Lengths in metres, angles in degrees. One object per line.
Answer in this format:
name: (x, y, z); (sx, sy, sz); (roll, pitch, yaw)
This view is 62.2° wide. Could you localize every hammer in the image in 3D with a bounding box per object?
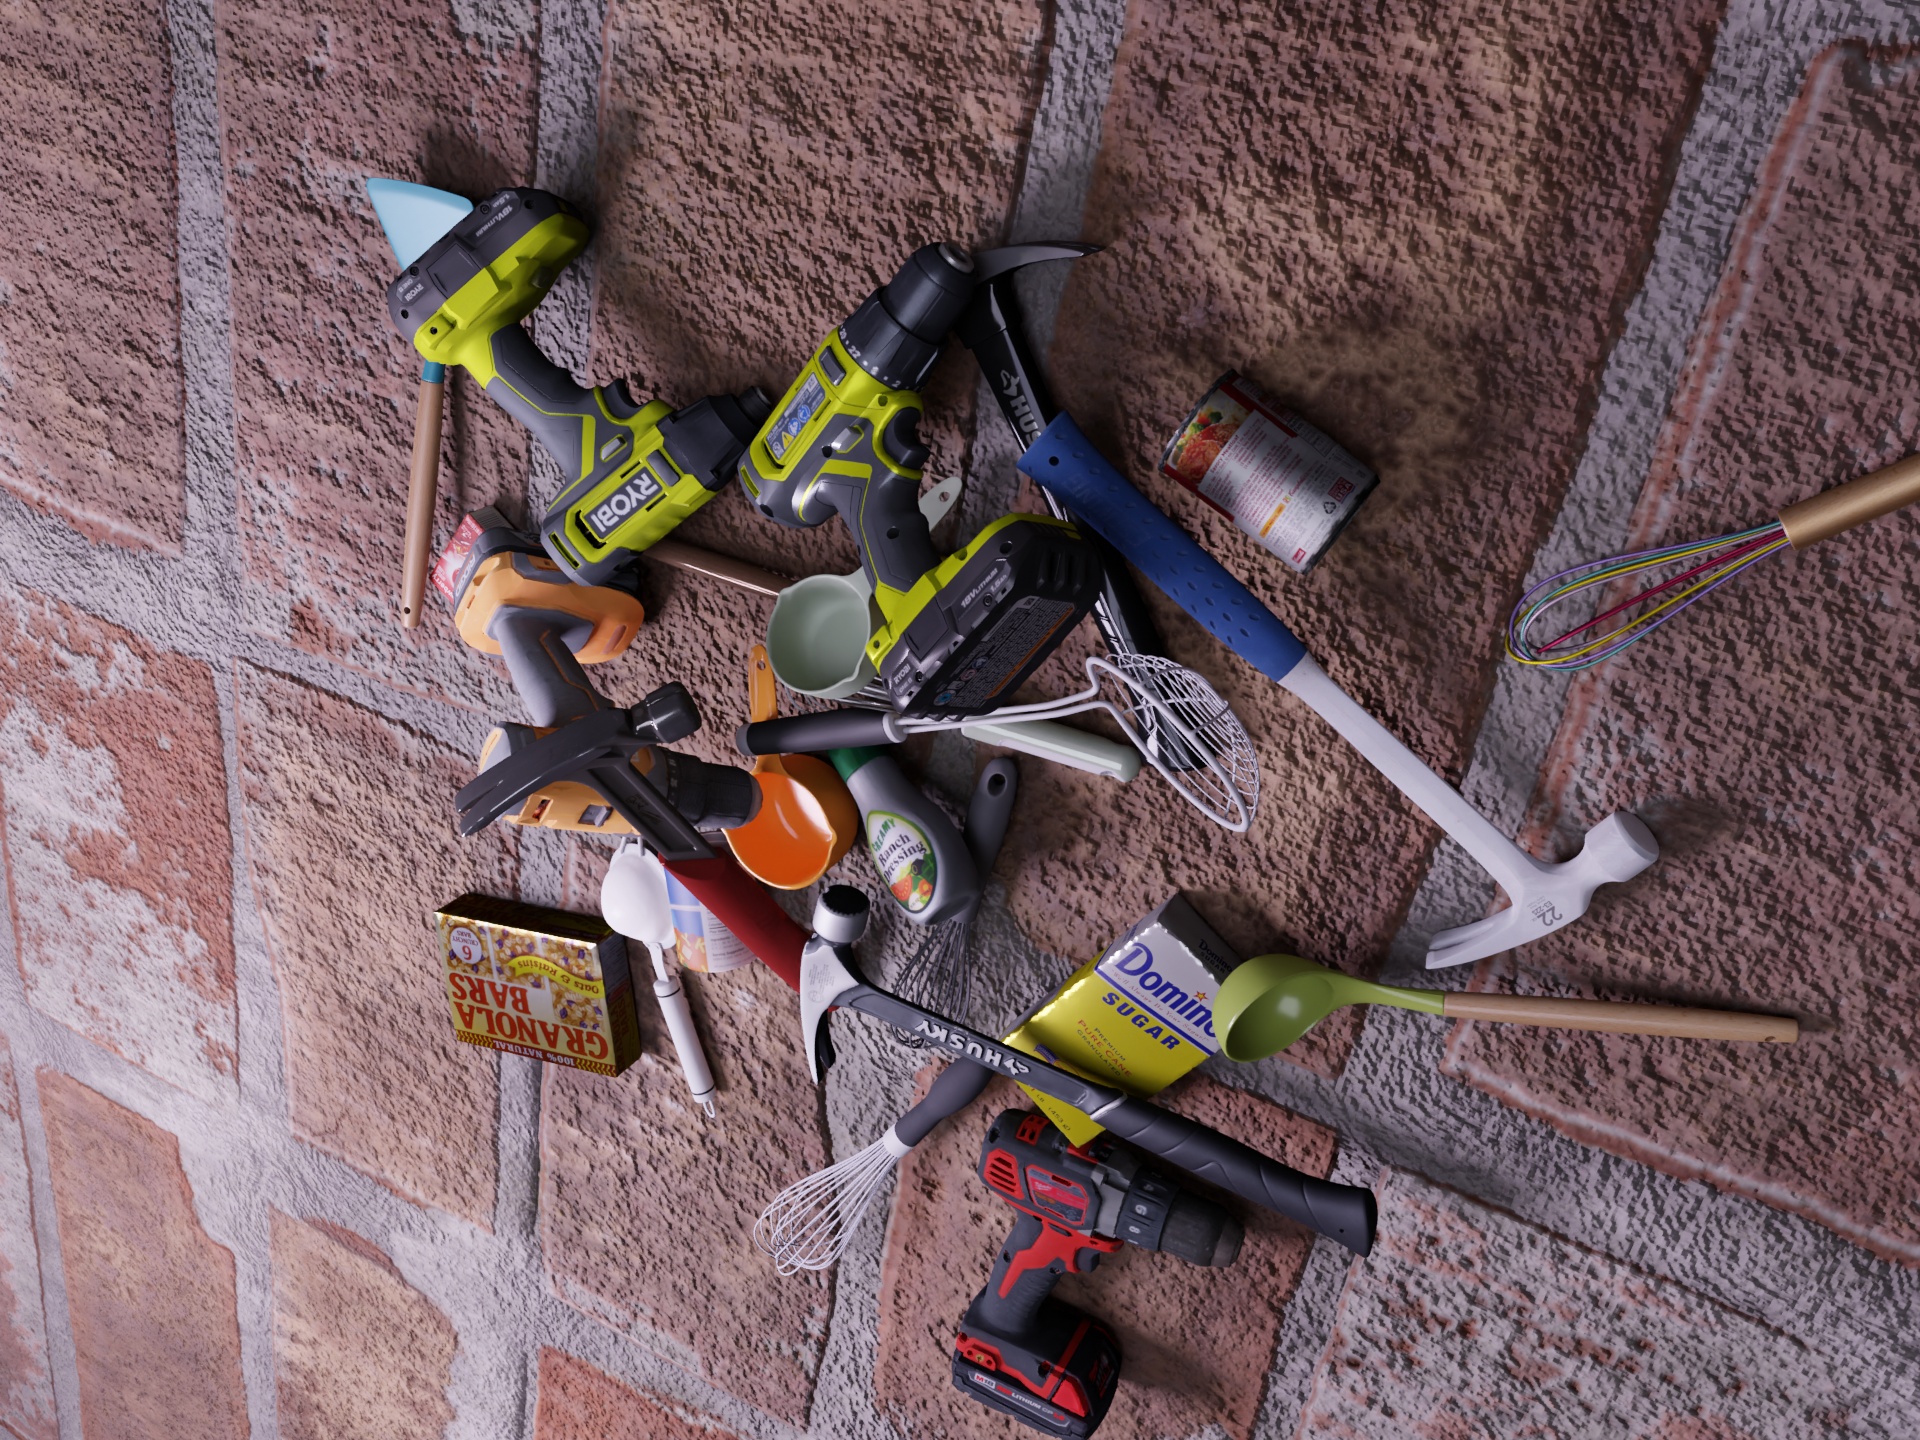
hammer: (0.076, 0.248, 1.039); (0.409, 0.036, 0.149); (23, 120, 13)
hammer: (0.191, -0.019, 0.899); (0.405, 0.035, 0.144); (42, 124, -2)
hammer: (0.074, -0.121, 0.943); (0.146, 0.035, 0.334); (-20, 101, 32)
hammer: (-0.165, 0.109, 1.028); (0.149, 0.037, 0.358); (-28, 142, 3)

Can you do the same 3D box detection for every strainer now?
strainer: (-0.230, 0.200, 1.229); (0.087, 0.050, 0.258); (3, 116, 43)

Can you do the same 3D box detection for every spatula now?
spatula: (-0.117, -0.089, 1.056); (0.316, 0.018, 0.060); (19, 75, 23)
spatula: (-0.382, -0.213, 1.121); (0.082, 0.044, 0.317); (15, 110, 11)

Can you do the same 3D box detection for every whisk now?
whisk: (-0.002, -0.003, 1.025); (0.246, 0.057, 0.059); (17, 79, 16)
whisk: (0.391, -0.082, 0.794); (0.245, 0.047, 0.051); (-25, 96, 29)
whisk: (-0.003, 0.129, 1.081); (0.055, 0.055, 0.238); (24, 115, 17)
whisk: (-0.064, 0.330, 1.189); (0.070, 0.070, 0.284); (44, 118, 5)

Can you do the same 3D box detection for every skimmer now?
skimmer: (0.004, 0.021, 0.949); (0.363, 0.090, 0.127); (-5, 140, 31)

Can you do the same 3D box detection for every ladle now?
ladle: (0.307, 0.176, 0.917); (0.320, 0.062, 0.078); (2, 141, 17)

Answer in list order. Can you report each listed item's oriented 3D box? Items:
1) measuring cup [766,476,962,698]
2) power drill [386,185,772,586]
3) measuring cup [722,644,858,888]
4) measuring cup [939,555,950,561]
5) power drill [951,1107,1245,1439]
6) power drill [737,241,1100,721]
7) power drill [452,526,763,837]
measuring cup: (-0.050, -0.083, 0.991); (0.167, 0.038, 0.083); (-47, 63, 9)
power drill: (-0.243, -0.223, 1.027); (0.171, 0.080, 0.223); (-37, 94, 9)
measuring cup: (-0.118, 0.027, 1.094); (0.095, 0.052, 0.173); (4, 108, 26)
measuring cup: (-0.005, -0.085, 0.980); (0.157, 0.029, 0.062); (10, 126, 40)
power drill: (0.091, 0.398, 1.127); (0.188, 0.080, 0.226); (18, 114, 19)
power drill: (-0.020, -0.133, 0.884); (0.190, 0.080, 0.229); (-47, 59, 30)
power drill: (-0.236, -0.017, 1.057); (0.084, 0.185, 0.226); (-52, 45, 32)
